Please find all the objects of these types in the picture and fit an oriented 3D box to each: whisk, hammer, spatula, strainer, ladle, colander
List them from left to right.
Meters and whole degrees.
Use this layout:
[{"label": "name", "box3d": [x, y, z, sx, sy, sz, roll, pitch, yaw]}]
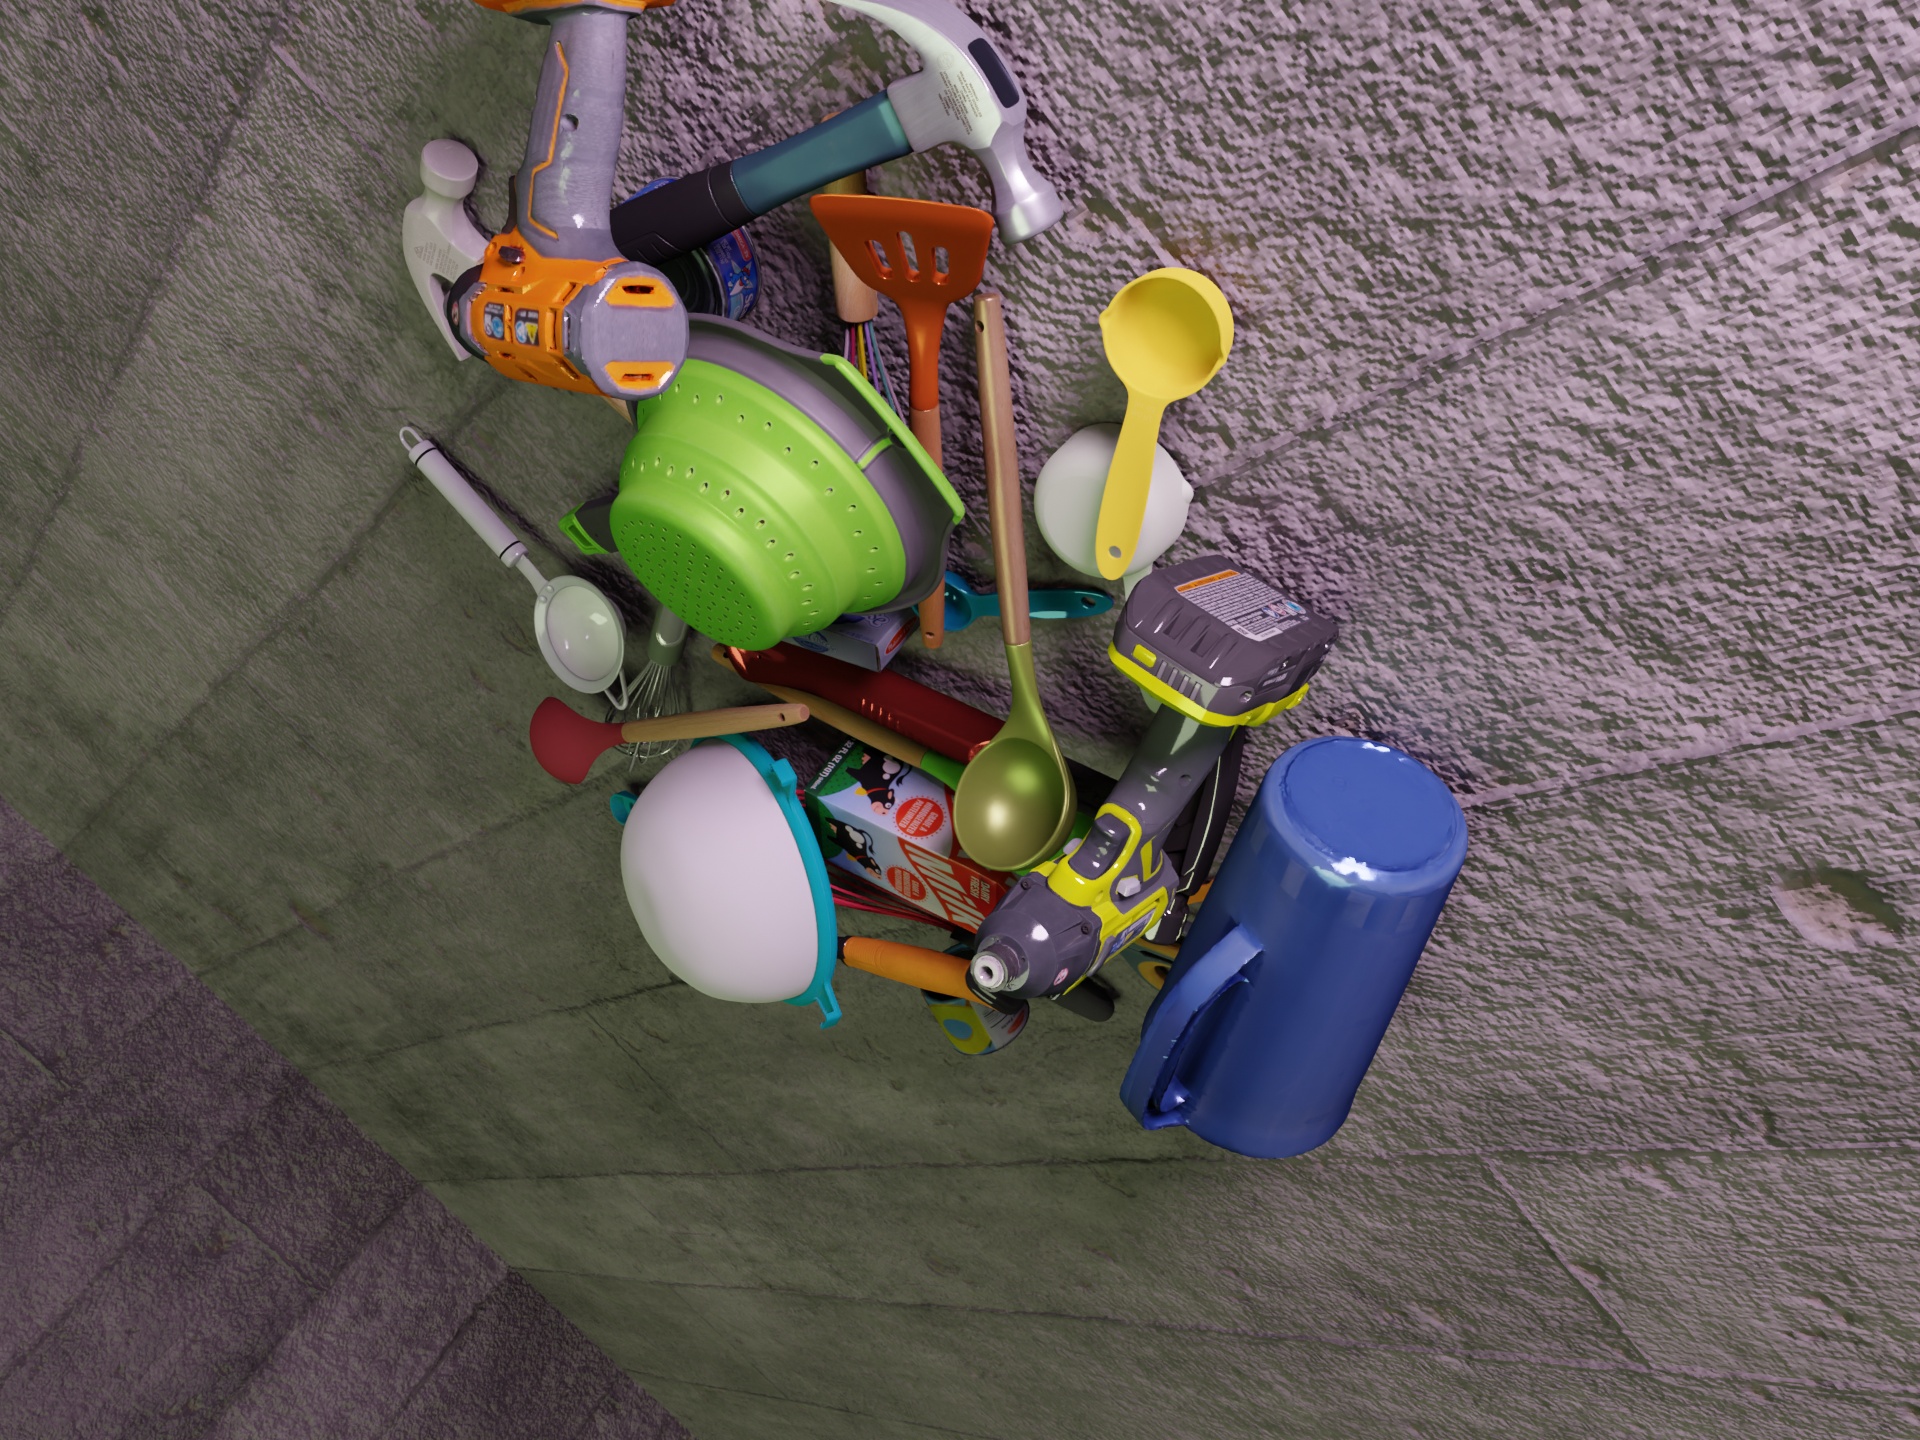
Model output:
[{"label": "strainer", "box3d": [-0.310, -0.114, 1.133, 0.258, 0.050, 0.087, 48, 126, 1]}, {"label": "hammer", "box3d": [-0.200, -0.196, 0.959, 0.331, 0.031, 0.130, 40, 144, -2]}, {"label": "ladle", "box3d": [-0.215, 0.007, 1.113, 0.315, 0.031, 0.069, -6, 103, 42]}, {"label": "whisk", "box3d": [-0.211, -0.042, 1.126, 0.057, 0.059, 0.246, 15, 141, -11]}, {"label": "strainer", "box3d": [-0.215, 0.105, 1.167, 0.341, 0.095, 0.211, 14, 118, 54]}, {"label": "colander", "box3d": [-0.163, -0.103, 0.904, 0.204, 0.094, 0.397, 49, 153, -25]}, {"label": "hammer", "box3d": [-0.111, -0.252, 0.769, 0.331, 0.033, 0.128, -8, 120, 38]}, {"label": "whisk", "box3d": [-0.054, -0.194, 0.830, 0.051, 0.047, 0.244, 11, 133, 15]}, {"label": "hammer", "box3d": [-0.063, 0.177, 1.171, 0.127, 0.034, 0.337, 39, 159, -32]}, {"label": "spatula", "box3d": [-0.020, -0.137, 0.808, 0.081, 0.041, 0.322, 8, 143, 7]}, {"label": "whisk", "box3d": [-0.019, 0.136, 1.143, 0.296, 0.073, 0.073, 30, 144, 1]}, {"label": "hammer", "box3d": [-0.002, -0.003, 0.972, 0.359, 0.036, 0.149, 25, 115, 28]}, {"label": "ladle", "box3d": [0.020, -0.062, 0.843, 0.078, 0.062, 0.320, 18, 126, 39]}]

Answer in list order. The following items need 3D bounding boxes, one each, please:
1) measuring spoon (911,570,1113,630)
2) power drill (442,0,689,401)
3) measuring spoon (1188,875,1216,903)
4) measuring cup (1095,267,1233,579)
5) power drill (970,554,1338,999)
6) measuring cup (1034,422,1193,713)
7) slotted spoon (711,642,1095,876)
[{"label": "measuring spoon", "box3d": [0.030, -0.073, 0.913, 0.129, 0.021, 0.042, 2, 137, 28]}, {"label": "power drill", "box3d": [-0.196, -0.272, 0.746, 0.164, 0.084, 0.226, 18, 111, 41]}, {"label": "measuring spoon", "box3d": [0.136, 0.109, 1.023, 0.021, 0.011, 0.117, 43, 149, -21]}, {"label": "measuring cup", "box3d": [0.089, -0.137, 0.748, 0.062, 0.029, 0.156, 23, 129, 17]}, {"label": "power drill", "box3d": [0.088, 0.037, 0.795, 0.080, 0.171, 0.223, 35, 116, 20]}, {"label": "measuring cup", "box3d": [0.083, -0.069, 0.824, 0.083, 0.038, 0.167, 6, 123, 35]}, {"label": "slotted spoon", "box3d": [-0.044, 0.016, 1.044, 0.314, 0.070, 0.031, 27, 169, 24]}]
